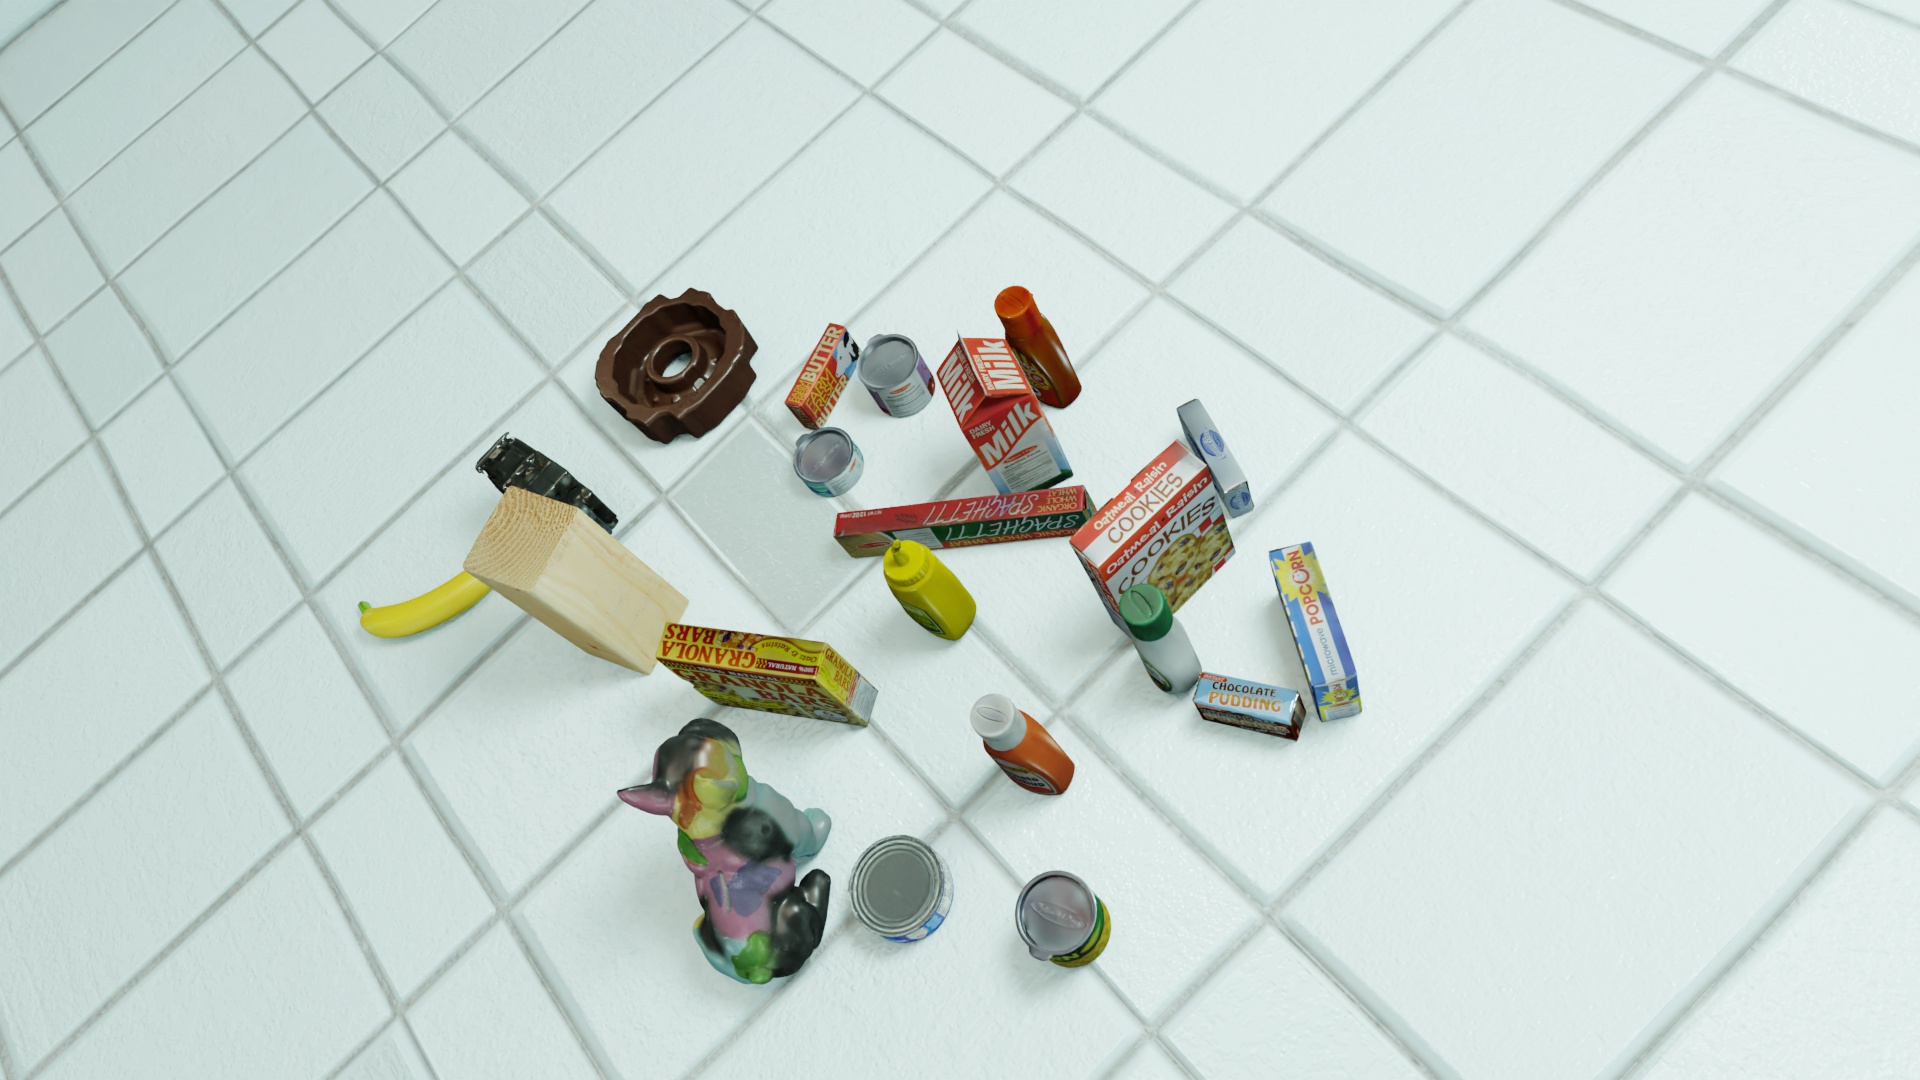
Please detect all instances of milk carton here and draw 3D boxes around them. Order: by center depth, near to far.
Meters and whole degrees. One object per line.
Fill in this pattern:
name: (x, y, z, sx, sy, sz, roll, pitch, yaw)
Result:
milk carton: (0.037, -0.115, 1.271, 0.073, 0.190, 0.072, -27, 58, 6)

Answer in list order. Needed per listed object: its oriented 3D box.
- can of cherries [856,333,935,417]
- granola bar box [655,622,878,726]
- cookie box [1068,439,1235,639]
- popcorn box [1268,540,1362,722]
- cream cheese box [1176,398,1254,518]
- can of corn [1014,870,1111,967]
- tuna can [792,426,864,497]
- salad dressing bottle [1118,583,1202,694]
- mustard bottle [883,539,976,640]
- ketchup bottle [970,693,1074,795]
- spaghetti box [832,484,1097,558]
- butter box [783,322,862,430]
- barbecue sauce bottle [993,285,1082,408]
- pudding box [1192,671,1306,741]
can of cherries: (-0.065, -0.169, 1.415, 0.071, 0.058, 0.072, -9, 61, 16)
granola bar box: (-0.175, 0.123, 1.260, 0.165, 0.124, 0.039, 5, 66, 22)
cookie box: (0.165, 0.005, 1.173, 0.123, 0.167, 0.040, -43, 58, -5)
popcorn box: (0.291, 0.075, 1.139, 0.038, 0.085, 0.127, -18, 59, 11)
cream cheese box: (0.231, -0.074, 1.259, 0.024, 0.053, 0.104, -27, 58, 5)
can of corn: (0.082, 0.305, 1.109, 0.071, 0.058, 0.071, -9, 61, 16)
tuna can: (-0.135, -0.080, 1.408, 0.071, 0.032, 0.071, -9, 61, 16)
salad dressing bottle: (0.164, 0.080, 1.145, 0.044, 0.147, 0.064, -35, 57, 0)
mustard bottle: (-0.035, 0.038, 1.234, 0.065, 0.159, 0.049, 25, 75, 29)
ketchup bottle: (0.047, 0.167, 1.141, 0.065, 0.148, 0.044, 15, 70, 26)
spaghetti box: (0.005, -0.016, 1.313, 0.250, 0.050, 0.029, -6, 62, 17)
butter box: (-0.141, -0.170, 1.446, 0.024, 0.053, 0.104, 18, 71, 27)
barbecue sauce bottle: (0.070, -0.185, 1.321, 0.065, 0.148, 0.044, 38, 81, 32)
pudding box: (0.239, 0.136, 1.146, 0.084, 0.049, 0.030, 11, 68, 25)
